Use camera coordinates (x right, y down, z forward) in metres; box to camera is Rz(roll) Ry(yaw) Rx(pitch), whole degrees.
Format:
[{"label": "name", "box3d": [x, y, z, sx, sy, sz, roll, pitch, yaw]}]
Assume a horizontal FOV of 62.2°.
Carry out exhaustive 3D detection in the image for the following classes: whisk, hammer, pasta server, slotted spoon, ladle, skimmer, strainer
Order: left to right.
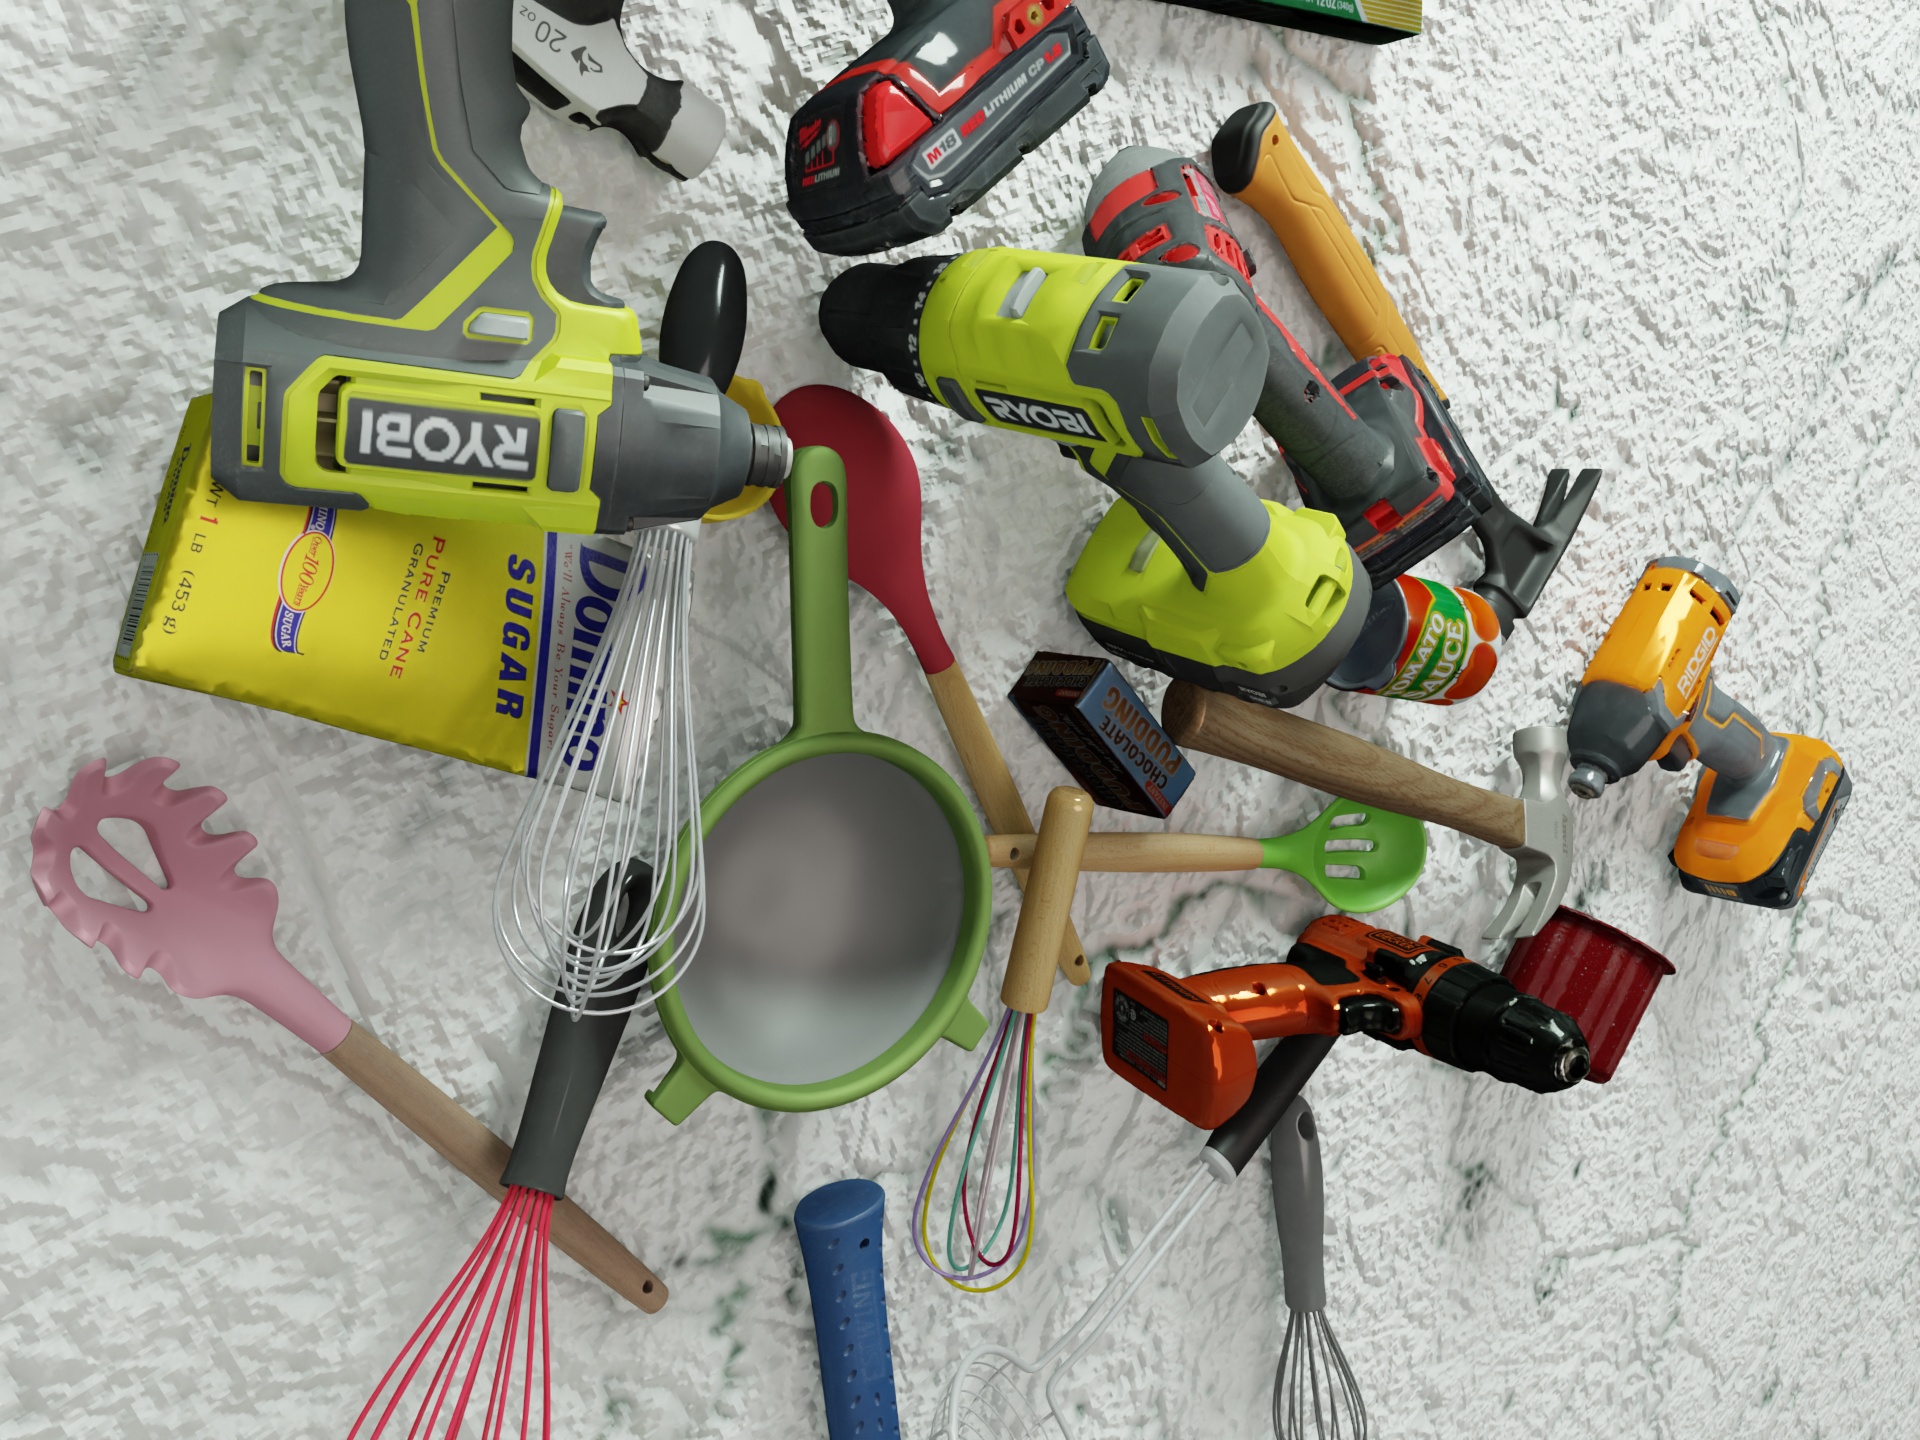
[{"label": "pasta server", "box3d": [-0.200, 0.129, 0.567, 0.316, 0.040, 0.060, 53, 52, -31]}, {"label": "whisk", "box3d": [-0.157, 0.186, 0.561, 0.073, 0.073, 0.296, 33, 59, -35]}, {"label": "whisk", "box3d": [-0.106, -0.040, 0.546, 0.070, 0.070, 0.285, 20, 68, -37]}, {"label": "hammer", "box3d": [-0.096, -0.377, 0.564, 0.146, 0.035, 0.335, 25, 82, -37]}, {"label": "strainer", "box3d": [-0.066, 0.022, 0.628, 0.151, 0.069, 0.256, -7, 100, -34]}, {"label": "hammer", "box3d": [-0.038, 0.406, 0.731, 0.144, 0.035, 0.405, -15, 106, -34]}, {"label": "ladle", "box3d": [-0.001, -0.002, 0.700, 0.069, 0.031, 0.315, -39, 120, -26]}, {"label": "whisk", "box3d": [0.028, 0.147, 0.711, 0.051, 0.047, 0.245, 0, 108, -42]}, {"label": "skimmer", "box3d": [0.110, 0.263, 0.765, 0.363, 0.090, 0.127, -43, 108, -30]}, {"label": "slotted spoon", "box3d": [0.129, 0.064, 0.792, 0.313, 0.031, 0.070, 4, 93, -40]}, {"label": "whisk", "box3d": [0.195, 0.321, 0.883, 0.055, 0.055, 0.239, -12, 100, -34]}, {"label": "hammer", "box3d": [0.226, 0.035, 0.835, 0.331, 0.031, 0.130, 17, 69, -37]}, {"label": "hammer", "box3d": [0.236, -0.188, 0.837, 0.336, 0.034, 0.127, 44, 72, -32]}]

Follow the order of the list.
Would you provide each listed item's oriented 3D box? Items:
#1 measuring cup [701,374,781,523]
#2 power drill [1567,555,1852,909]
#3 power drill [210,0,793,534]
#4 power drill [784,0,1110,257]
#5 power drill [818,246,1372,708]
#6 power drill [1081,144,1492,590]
[{"label": "measuring cup", "box3d": [-0.134, -0.130, 0.587, 0.156, 0.029, 0.062, 37, 70, -22]}, {"label": "power drill", "box3d": [0.470, 0.026, 1.018, 0.226, 0.084, 0.164, 43, 73, -29]}, {"label": "power drill", "box3d": [-0.120, -0.167, 0.463, 0.171, 0.080, 0.223, 2, 111, -24]}, {"label": "power drill", "box3d": [-0.071, -0.268, 0.533, 0.188, 0.080, 0.226, -46, 118, -18]}, {"label": "power drill", "box3d": [0.058, -0.104, 0.647, 0.080, 0.191, 0.228, -60, 139, -11]}, {"label": "power drill", "box3d": [0.138, -0.166, 0.718, 0.078, 0.143, 0.219, -37, 128, 26]}]
